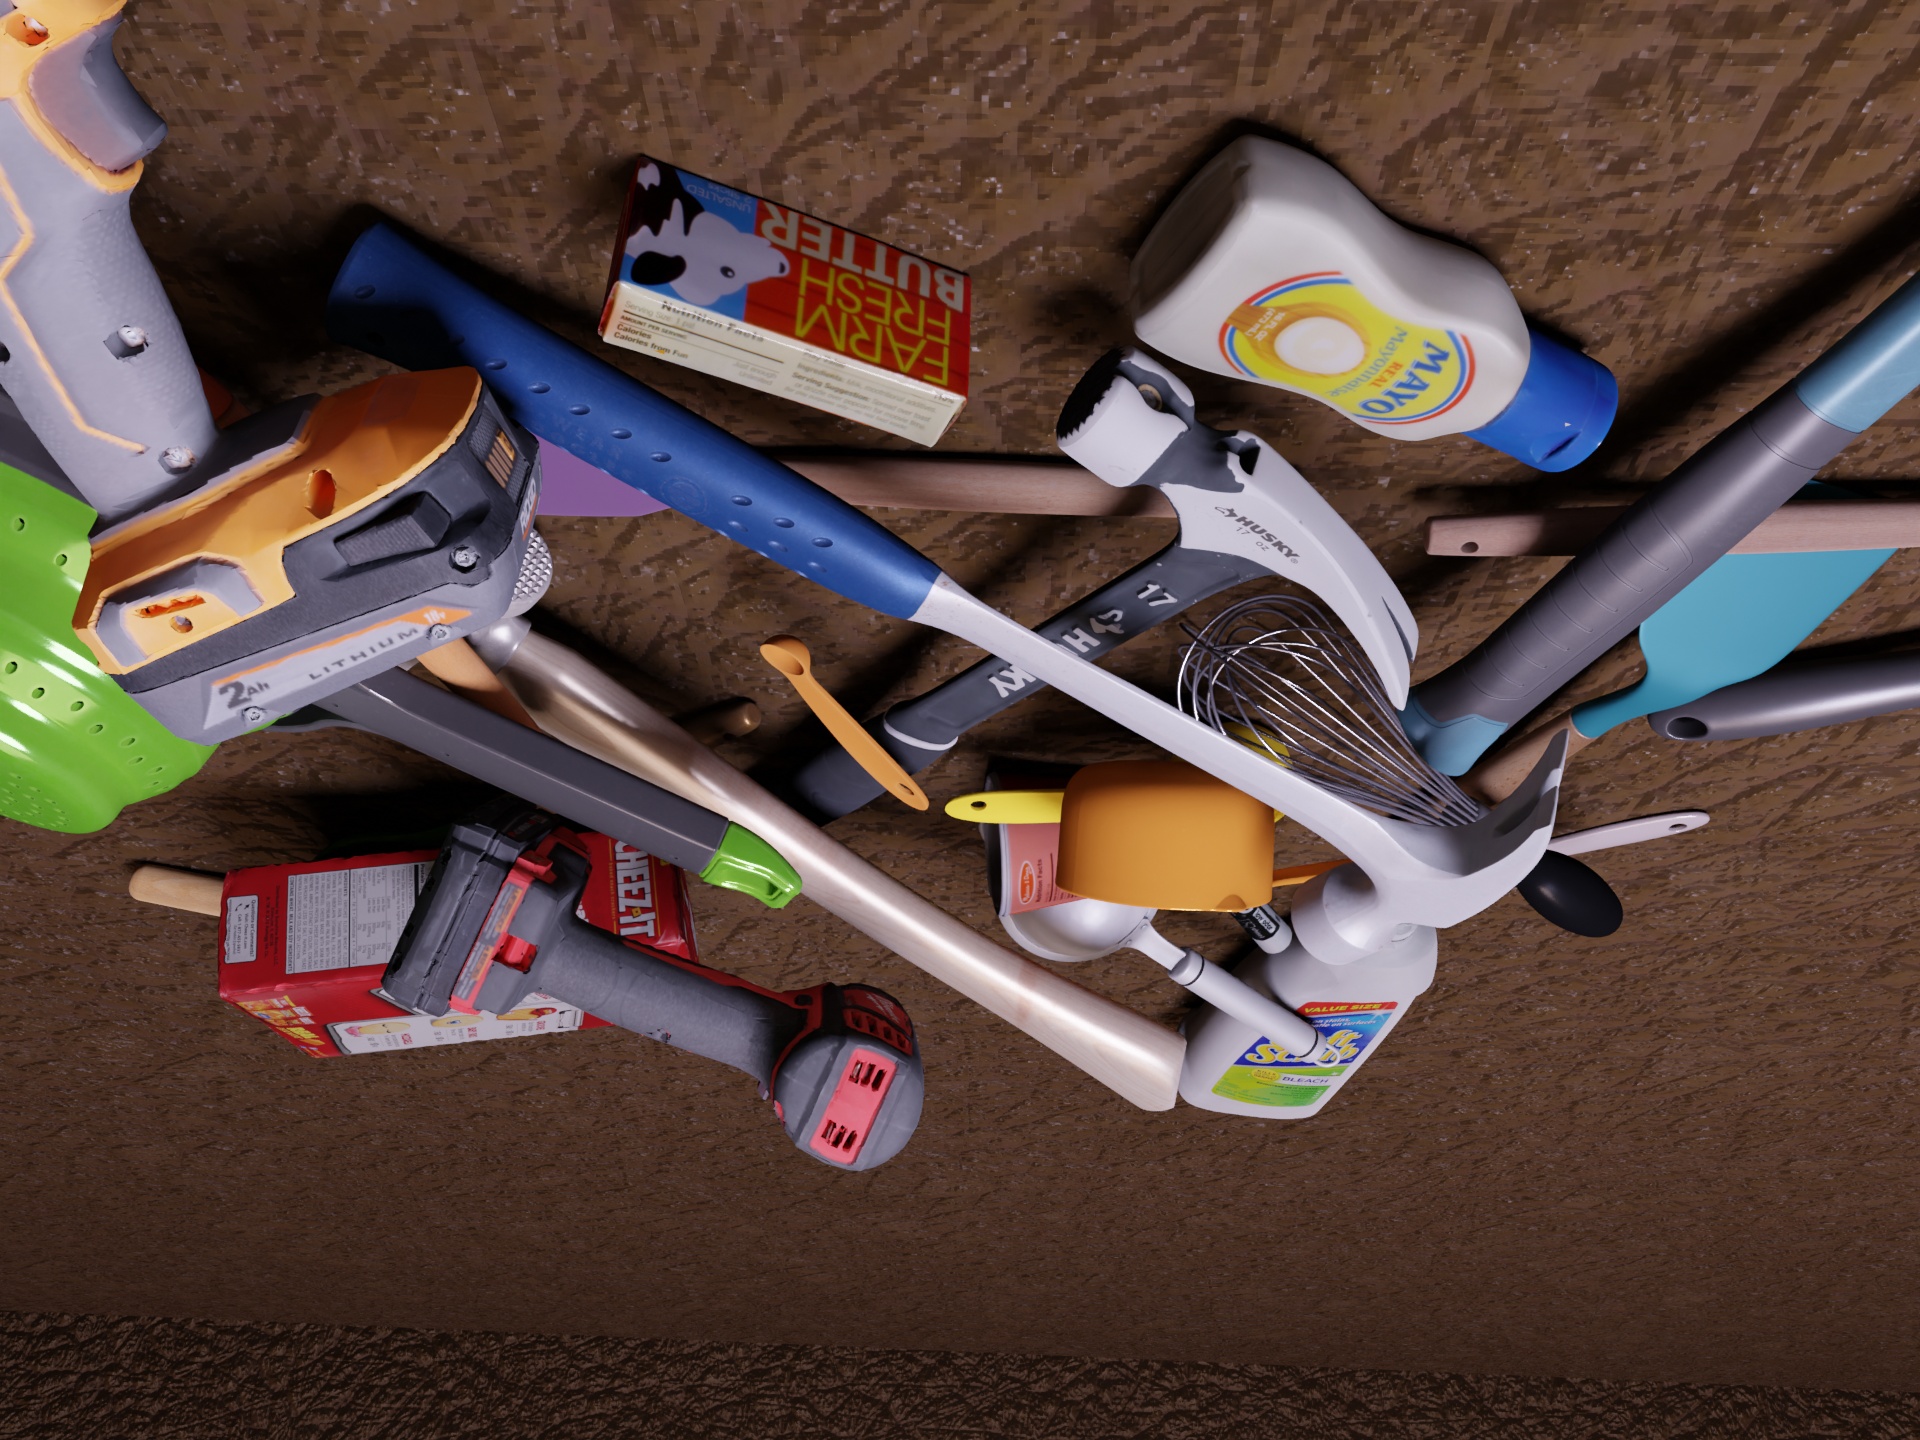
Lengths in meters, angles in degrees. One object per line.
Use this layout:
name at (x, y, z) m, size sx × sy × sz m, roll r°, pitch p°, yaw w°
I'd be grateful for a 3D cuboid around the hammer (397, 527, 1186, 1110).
hammer at (-0.065, 0.066, 0.694) m, size 0.410 × 0.038 × 0.146 m, roll 36°, pitch 142°, yaw -21°

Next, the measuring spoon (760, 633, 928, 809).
measuring spoon at (-0.041, 0.001, 0.616) m, size 0.021 × 0.011 × 0.116 m, roll 10°, pitch 152°, yaw 38°

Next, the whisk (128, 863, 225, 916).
whisk at (-0.345, 0.118, 0.911) m, size 0.245 × 0.047 × 0.051 m, roll 14°, pitch 150°, yaw -12°

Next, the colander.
colander at (-0.249, 0.009, 0.556) m, size 0.397 × 0.095 × 0.204 m, roll 26°, pitch 153°, yaw -11°

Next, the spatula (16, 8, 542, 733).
spatula at (-0.217, -0.088, 0.504) m, size 0.081 × 0.041 × 0.322 m, roll -9°, pitch 144°, yaw 16°

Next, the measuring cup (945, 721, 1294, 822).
measuring cup at (0.071, 0.027, 0.708) m, size 0.156 × 0.029 × 0.062 m, roll -2°, pitch 139°, yaw -1°

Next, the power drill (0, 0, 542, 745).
power drill at (-0.188, -0.119, 0.383) m, size 0.185 × 0.084 × 0.226 m, roll -22°, pitch 125°, yaw 10°

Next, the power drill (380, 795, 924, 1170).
power drill at (-0.120, 0.115, 0.687) m, size 0.219 × 0.078 × 0.143 m, roll 25°, pitch -179°, yaw -5°

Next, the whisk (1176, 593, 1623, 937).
whisk at (0.193, 0.031, 0.661) m, size 0.284 × 0.070 × 0.070 m, roll 30°, pitch 141°, yaw -29°

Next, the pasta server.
pasta server at (0.316, -0.061, 0.528) m, size 0.316 × 0.040 × 0.060 m, roll -1°, pitch 136°, yaw 3°

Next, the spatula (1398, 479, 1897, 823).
spatula at (0.250, 0.001, 0.671) m, size 0.082 × 0.044 × 0.317 m, roll 12°, pitch 154°, yaw -12°

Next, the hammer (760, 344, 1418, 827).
hammer at (-0.001, -0.002, 0.628) m, size 0.149 × 0.036 × 0.409 m, roll 32°, pitch 148°, yaw -19°

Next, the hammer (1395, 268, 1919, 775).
hammer at (0.241, -0.083, 0.464) m, size 0.128 × 0.033 × 0.331 m, roll 13°, pitch 140°, yaw -24°

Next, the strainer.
strainer at (0.112, 0.123, 0.822) m, size 0.258 × 0.050 × 0.087 m, roll 34°, pitch 108°, yaw -25°

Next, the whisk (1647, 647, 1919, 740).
whisk at (0.389, -0.018, 0.604) m, size 0.239 × 0.055 × 0.055 m, roll -10°, pitch 148°, yaw 30°

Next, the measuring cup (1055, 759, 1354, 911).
measuring cup at (0.120, 0.043, 0.663) m, size 0.173 × 0.052 × 0.095 m, roll -2°, pitch -174°, yaw -29°

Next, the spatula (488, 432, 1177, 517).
spatula at (-0.039, -0.084, 0.548) m, size 0.316 × 0.018 × 0.059 m, roll 3°, pitch 147°, yaw 1°

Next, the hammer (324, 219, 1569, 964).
hammer at (0.000, -0.038, 0.496) m, size 0.405 × 0.035 × 0.144 m, roll 28°, pitch 150°, yaw -10°

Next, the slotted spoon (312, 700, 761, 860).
slotted spoon at (-0.216, 0.043, 0.782) m, size 0.314 × 0.031 × 0.070 m, roll -20°, pitch 149°, yaw 32°

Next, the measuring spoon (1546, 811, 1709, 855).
measuring spoon at (0.305, 0.067, 0.785) m, size 0.124 × 0.018 × 0.034 m, roll -19°, pitch 144°, yaw 32°
